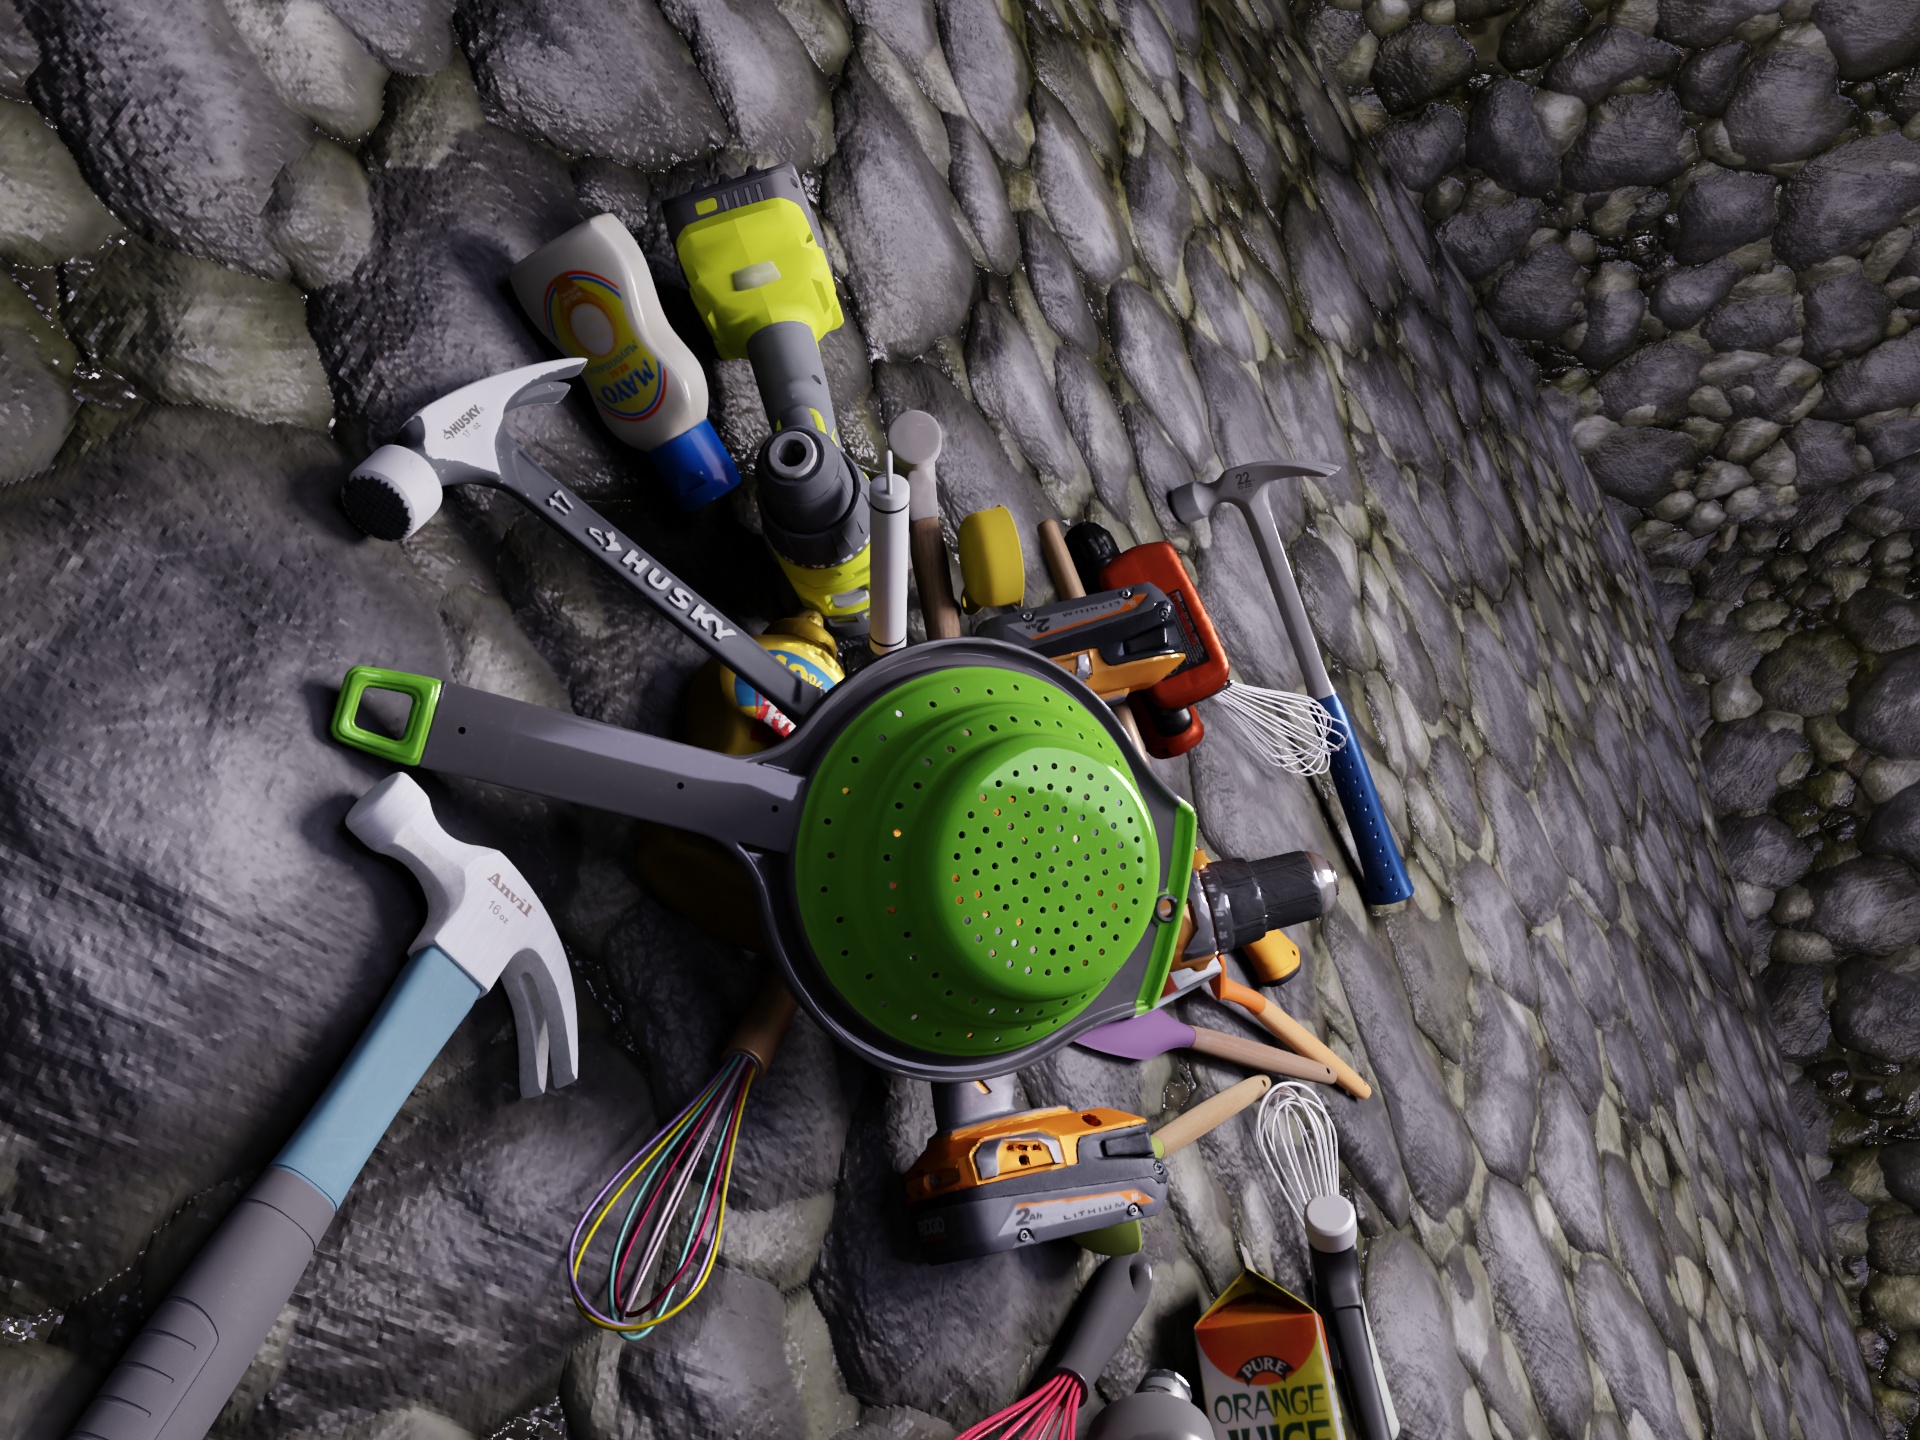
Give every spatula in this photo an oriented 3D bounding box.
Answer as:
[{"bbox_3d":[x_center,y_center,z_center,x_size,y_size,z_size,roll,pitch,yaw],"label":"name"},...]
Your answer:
[{"bbox_3d":[0.166,0.214,1.068,0.315,0.018,0.060,24,45,-42],"label":"spatula"},{"bbox_3d":[0.232,0.209,1.144,0.322,0.041,0.081,40,22,-41],"label":"spatula"}]

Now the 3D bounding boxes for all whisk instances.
[{"bbox_3d":[0.046,0.340,0.786,0.073,0.073,0.296,65,26,-1],"label":"whisk"},{"bbox_3d":[-0.100,0.168,0.695,0.051,0.047,0.245,62,27,-22],"label":"whisk"},{"bbox_3d":[0.217,-0.018,1.276,0.284,0.070,0.070,24,50,-40],"label":"whisk"},{"bbox_3d":[0.253,0.367,1.081,0.059,0.058,0.246,-13,84,-26],"label":"whisk"}]

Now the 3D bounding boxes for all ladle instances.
[{"bbox_3d":[0.141,0.254,0.980,0.320,0.062,0.078,-2,69,-59],"label":"ladle"}]

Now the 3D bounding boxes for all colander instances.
[{"bbox_3d":[-0.054,0.042,0.665,0.396,0.094,0.204,16,82,-22],"label":"colander"}]

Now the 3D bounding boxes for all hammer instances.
[{"bbox_3d":[-0.225,0.165,0.521,0.128,0.033,0.331,50,35,-22],"label":"hammer"},{"bbox_3d":[-0.001,-0.003,0.922,0.130,0.031,0.331,113,-34,-82],"label":"hammer"},{"bbox_3d":[0.143,0.083,1.115,0.336,0.034,0.127,43,39,-32],"label":"hammer"},{"bbox_3d":[-0.080,-0.016,0.751,0.408,0.036,0.149,39,40,-12],"label":"hammer"},{"bbox_3d":[0.246,0.450,0.905,0.335,0.035,0.146,-92,171,-54],"label":"hammer"},{"bbox_3d":[0.315,-0.032,1.378,0.035,0.144,0.405,-32,104,-55],"label":"hammer"}]

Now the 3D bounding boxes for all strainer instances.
[{"bbox_3d":[-0.040,-0.038,0.827,0.258,0.050,0.087,94,3,-48],"label":"strainer"}]

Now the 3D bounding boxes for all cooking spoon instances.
[{"bbox_3d":[0.110,0.011,1.050,0.068,0.017,0.319,89,-18,-77],"label":"cooking spoon"}]

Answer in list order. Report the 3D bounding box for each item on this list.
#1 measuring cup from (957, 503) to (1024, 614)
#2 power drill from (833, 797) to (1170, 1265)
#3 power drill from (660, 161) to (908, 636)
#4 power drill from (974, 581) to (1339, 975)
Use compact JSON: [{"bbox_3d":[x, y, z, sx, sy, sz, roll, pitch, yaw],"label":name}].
[{"bbox_3d":[0.007,-0.085,0.963,0.029,0.156,0.062,-10,83,-13],"label":"measuring cup"},{"bbox_3d":[0.032,0.147,0.816,0.164,0.084,0.227,-5,71,-24],"label":"power drill"},{"bbox_3d":[-0.090,-0.173,0.842,0.190,0.080,0.229,69,4,-74],"label":"power drill"},{"bbox_3d":[0.112,0.037,0.939,0.084,0.185,0.226,104,-28,-83],"label":"power drill"}]
